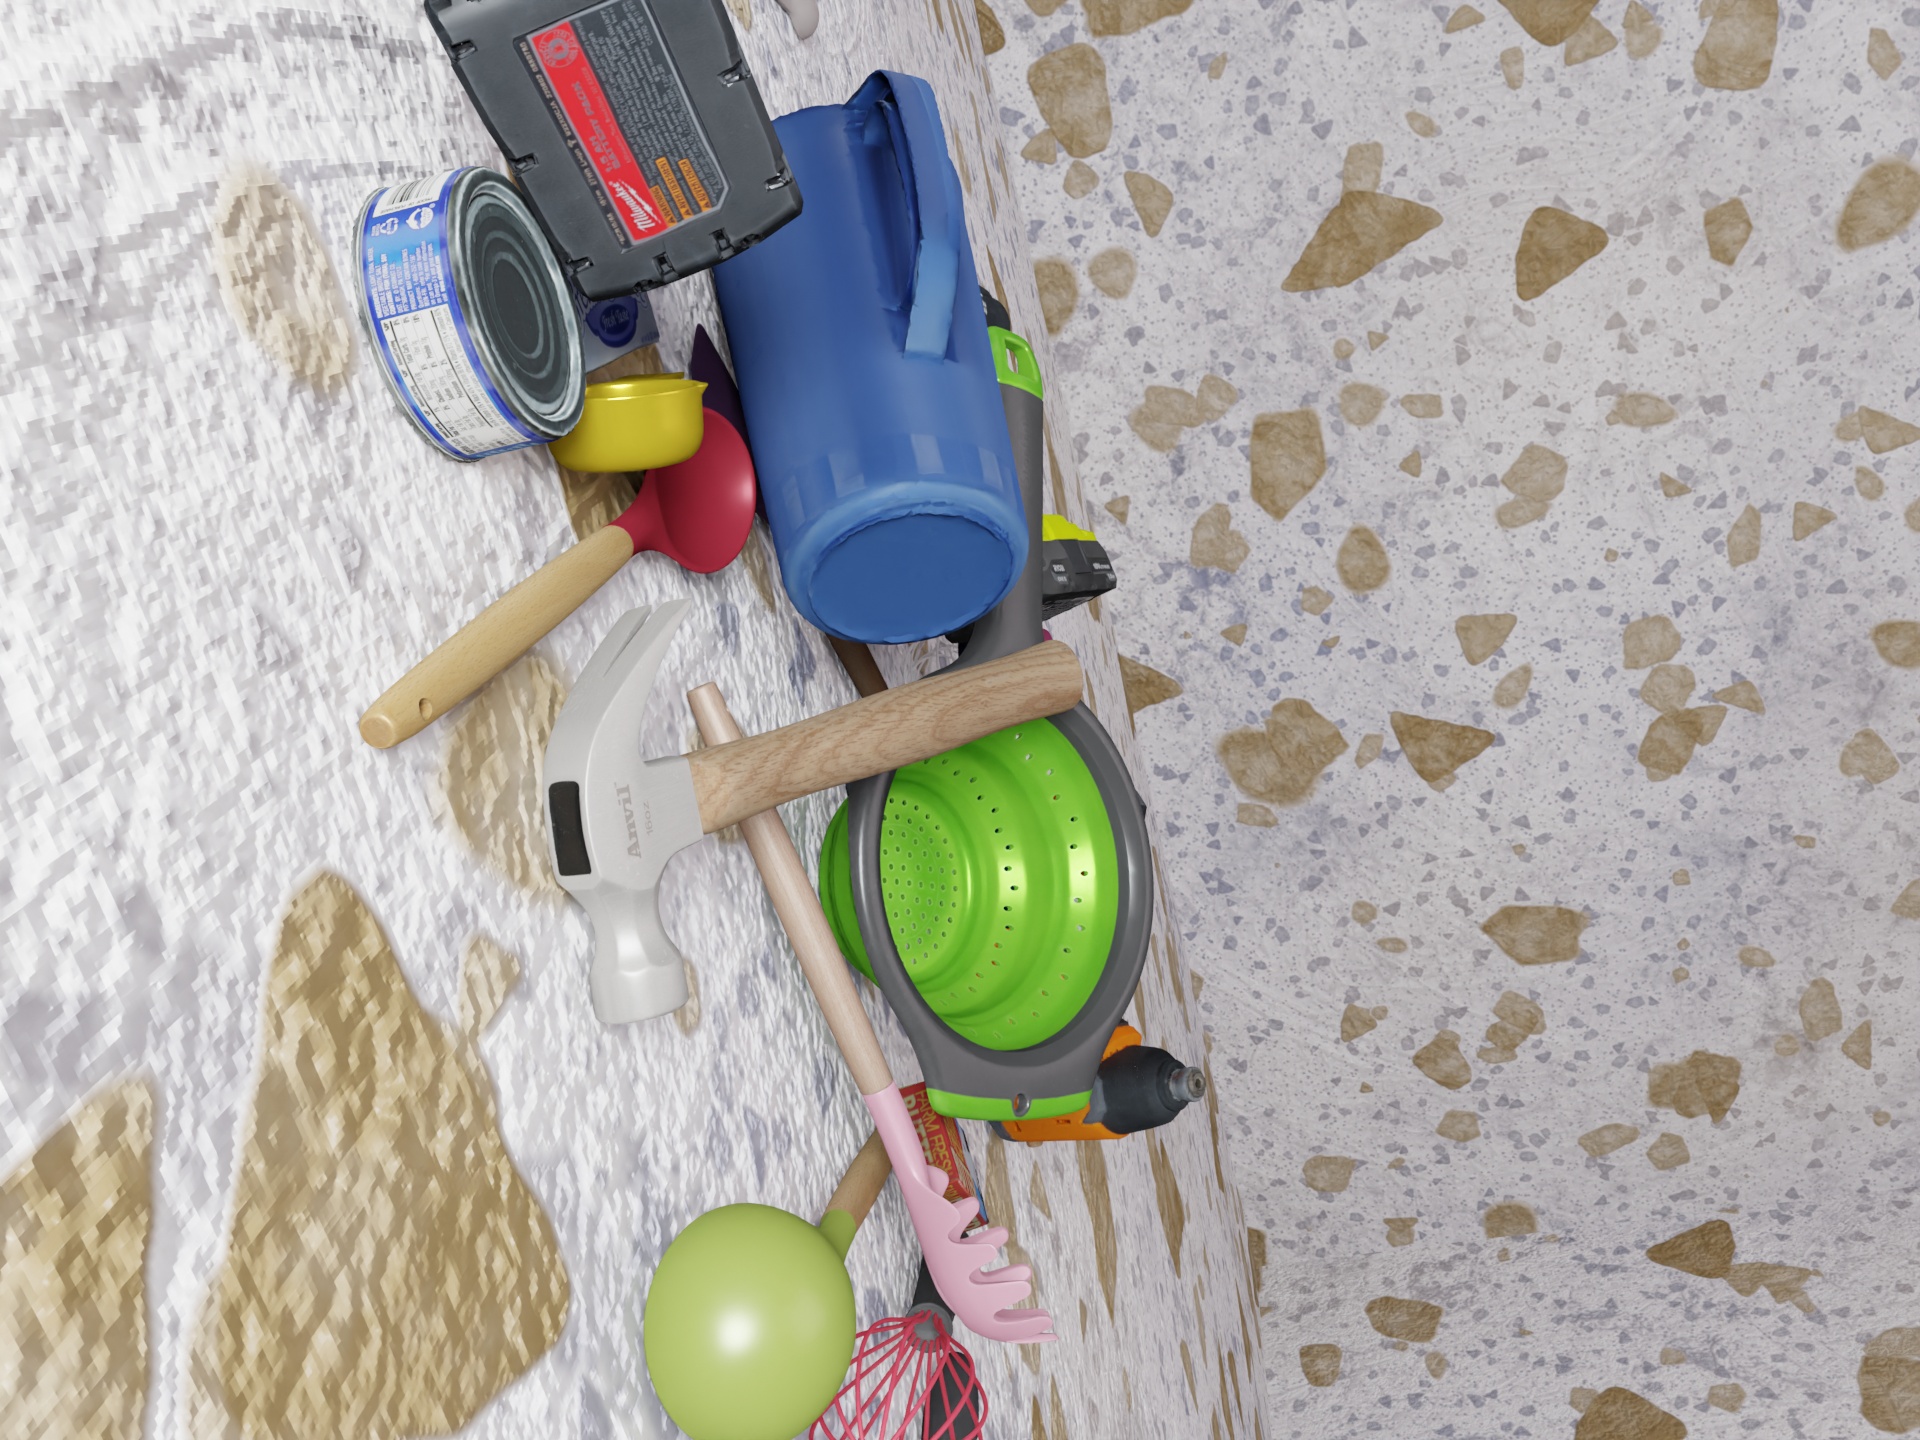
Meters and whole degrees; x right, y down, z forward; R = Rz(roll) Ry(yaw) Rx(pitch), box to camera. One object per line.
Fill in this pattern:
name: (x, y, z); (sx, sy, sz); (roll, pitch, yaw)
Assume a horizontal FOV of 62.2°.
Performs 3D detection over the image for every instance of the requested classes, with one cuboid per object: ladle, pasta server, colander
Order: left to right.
ladle: (-0.128, -0.053, 0.555); (0.315, 0.031, 0.069); (-69, 148, -67)
ladle: (-0.058, 0.205, 0.652); (0.320, 0.062, 0.078); (31, 36, -85)
pasta server: (-0.039, 0.127, 0.672); (0.060, 0.040, 0.316); (-154, -140, -82)
colander: (-0.001, -0.003, 0.808); (0.204, 0.094, 0.397); (12, 73, -43)

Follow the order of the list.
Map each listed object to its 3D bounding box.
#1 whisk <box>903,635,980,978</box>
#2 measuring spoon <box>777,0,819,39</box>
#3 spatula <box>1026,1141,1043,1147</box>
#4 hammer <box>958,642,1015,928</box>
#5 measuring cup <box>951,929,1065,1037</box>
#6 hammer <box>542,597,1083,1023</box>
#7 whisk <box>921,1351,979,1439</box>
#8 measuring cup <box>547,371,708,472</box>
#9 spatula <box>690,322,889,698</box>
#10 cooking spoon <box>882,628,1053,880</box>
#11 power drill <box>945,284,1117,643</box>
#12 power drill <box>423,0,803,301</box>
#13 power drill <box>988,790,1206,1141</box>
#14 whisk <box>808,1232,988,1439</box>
whisk: (-0.006, 0.057, 1.041); (0.057, 0.059, 0.246); (6, 73, -38)
measuring spoon: (-0.117, -0.497, 1.075); (0.124, 0.018, 0.034); (-15, 94, -79)
spatula: (0.041, 0.154, 1.180); (0.082, 0.044, 0.317); (37, 44, -80)
hammer: (0.003, -0.069, 0.997); (0.144, 0.035, 0.406); (42, 36, -57)
measuring cup: (0.008, 0.143, 0.977); (0.095, 0.052, 0.174); (-7, 71, -50)
hammer: (-0.037, 0.004, 0.636); (0.331, 0.031, 0.130); (-19, 101, -57)
whisk: (-0.008, 0.367, 0.713); (0.239, 0.055, 0.055); (-80, 157, -73)
measuring cup: (-0.122, -0.118, 0.614); (0.157, 0.062, 0.029); (-101, -173, -74)
spatula: (-0.080, -0.076, 0.851); (0.315, 0.018, 0.060); (64, 19, -50)
cooking spoon: (0.013, 0.018, 1.017); (0.319, 0.017, 0.068); (-49, 126, -56)
power drill: (0.008, -0.169, 0.945); (0.190, 0.080, 0.228); (-14, 81, -64)
power drill: (-0.122, -0.243, 0.568); (0.187, 0.080, 0.227); (66, 3, -48)
power drill: (0.080, 0.157, 1.034); (0.084, 0.164, 0.226); (4, 76, -45)
whisk: (-0.017, 0.283, 0.723); (0.296, 0.073, 0.073); (18, 61, -85)
